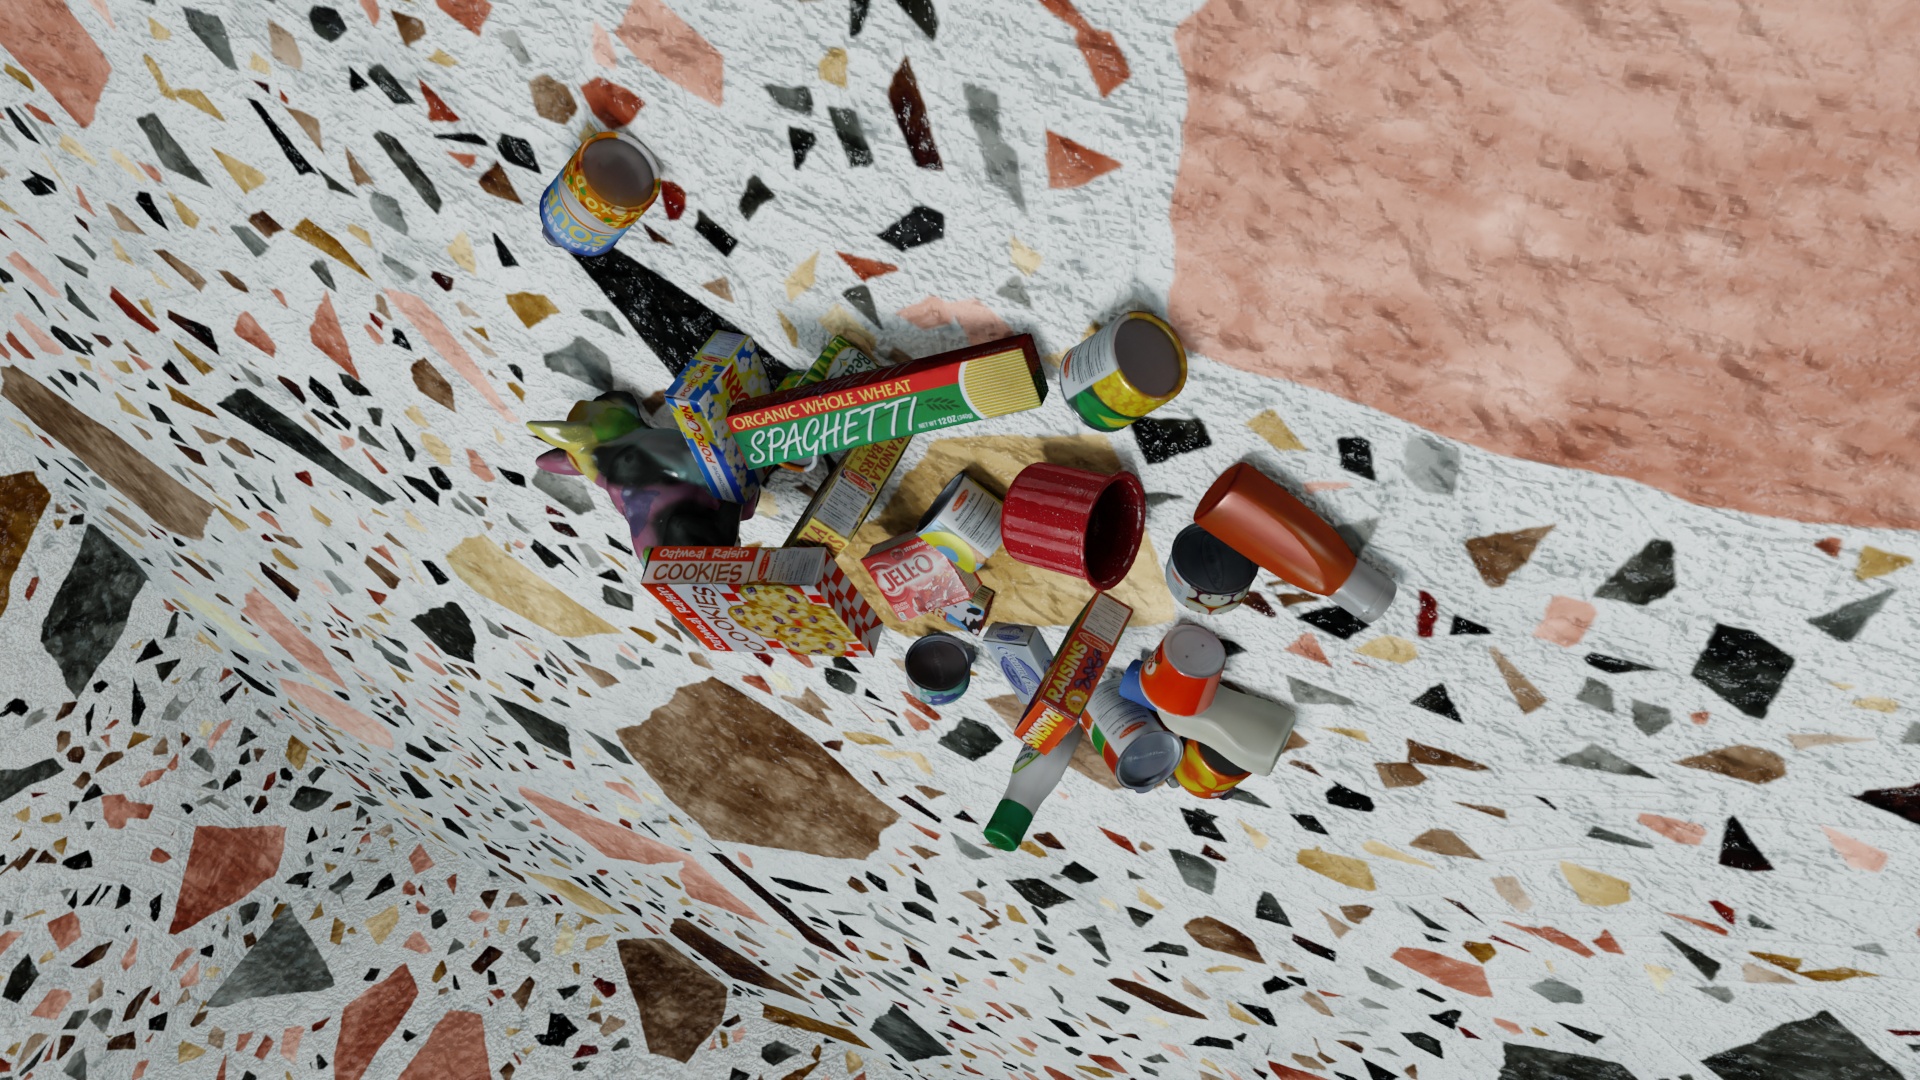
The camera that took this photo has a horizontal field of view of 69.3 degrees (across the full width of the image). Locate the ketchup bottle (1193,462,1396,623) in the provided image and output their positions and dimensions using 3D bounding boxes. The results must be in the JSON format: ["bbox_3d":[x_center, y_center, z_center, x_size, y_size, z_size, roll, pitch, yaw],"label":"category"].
[{"bbox_3d":[0.244,0.005,1.002,0.149,0.044,0.064,34,149,-4],"label":"ketchup bottle"}]

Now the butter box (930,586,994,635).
[{"bbox_3d":[-0.021,0.047,1.308,0.103,0.024,0.052,26,147,9],"label":"butter box"}]

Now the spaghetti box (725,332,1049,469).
[{"bbox_3d":[-0.059,-0.102,1.040,0.250,0.029,0.050,-10,118,21],"label":"spaghetti box"}]

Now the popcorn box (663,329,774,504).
[{"bbox_3d":[-0.196,-0.104,1.189,0.038,0.085,0.126,13,143,26],"label":"popcorn box"}]

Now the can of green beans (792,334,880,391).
[{"bbox_3d":[-0.094,-0.120,1.098,0.058,0.071,0.071,39,148,-10],"label":"can of green beans"}]

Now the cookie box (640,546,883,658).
[{"bbox_3d":[-0.166,0.051,1.171,0.167,0.040,0.122,0,148,24],"label":"cookie box"}]

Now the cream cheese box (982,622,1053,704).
[{"bbox_3d":[0.065,0.122,1.337,0.053,0.024,0.103,4,139,36],"label":"cream cheese box"}]

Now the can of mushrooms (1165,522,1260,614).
[{"bbox_3d":[0.192,0.021,1.049,0.071,0.071,0.033,25,147,12],"label":"can of mushrooms"}]

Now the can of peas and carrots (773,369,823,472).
[{"bbox_3d":[-0.137,-0.101,1.168,0.071,0.059,0.070,22,147,16],"label":"can of peas and carrots"}]

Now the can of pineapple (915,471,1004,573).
[{"bbox_3d":[0.004,-0.015,1.160,0.058,0.071,0.070,37,148,-9],"label":"can of pineapple"}]

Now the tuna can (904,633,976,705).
[{"bbox_3d":[-0.020,0.128,1.382,0.071,0.071,0.032,23,148,14],"label":"tuna can"}]

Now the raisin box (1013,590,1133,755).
[{"bbox_3d":[0.098,0.115,1.204,0.040,0.124,0.085,31,148,2],"label":"raisin box"}]

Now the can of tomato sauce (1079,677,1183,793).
[{"bbox_3d":[0.153,0.176,1.262,0.071,0.071,0.083,60,177,-38],"label":"can of tomato sauce"}]

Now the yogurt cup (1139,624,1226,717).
[{"bbox_3d":[0.190,0.108,1.174,0.072,0.073,0.053,26,140,9],"label":"yogurt cup"}]

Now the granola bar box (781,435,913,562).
[{"bbox_3d":[-0.108,-0.024,1.187,0.039,0.125,0.165,34,149,-9],"label":"granola bar box"}]

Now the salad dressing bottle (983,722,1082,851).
[{"bbox_3d":[0.071,0.236,1.371,0.044,0.148,0.064,41,147,-15],"label":"salad dressing bottle"}]

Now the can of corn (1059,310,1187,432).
[{"bbox_3d":[0.112,-0.112,0.933,0.071,0.071,0.058,41,147,-14],"label":"can of corn"}]

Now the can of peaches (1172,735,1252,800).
[{"bbox_3d":[0.232,0.195,1.253,0.071,0.071,0.057,31,148,2],"label":"can of peaches"}]

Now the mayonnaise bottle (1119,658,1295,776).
[{"bbox_3d":[0.213,0.149,1.214,0.148,0.065,0.041,23,141,21],"label":"mayonnaise bottle"}]

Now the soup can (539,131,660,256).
[{"bbox_3d":[-0.275,-0.261,1.053,0.071,0.072,0.083,43,146,-18],"label":"soup can"}]
